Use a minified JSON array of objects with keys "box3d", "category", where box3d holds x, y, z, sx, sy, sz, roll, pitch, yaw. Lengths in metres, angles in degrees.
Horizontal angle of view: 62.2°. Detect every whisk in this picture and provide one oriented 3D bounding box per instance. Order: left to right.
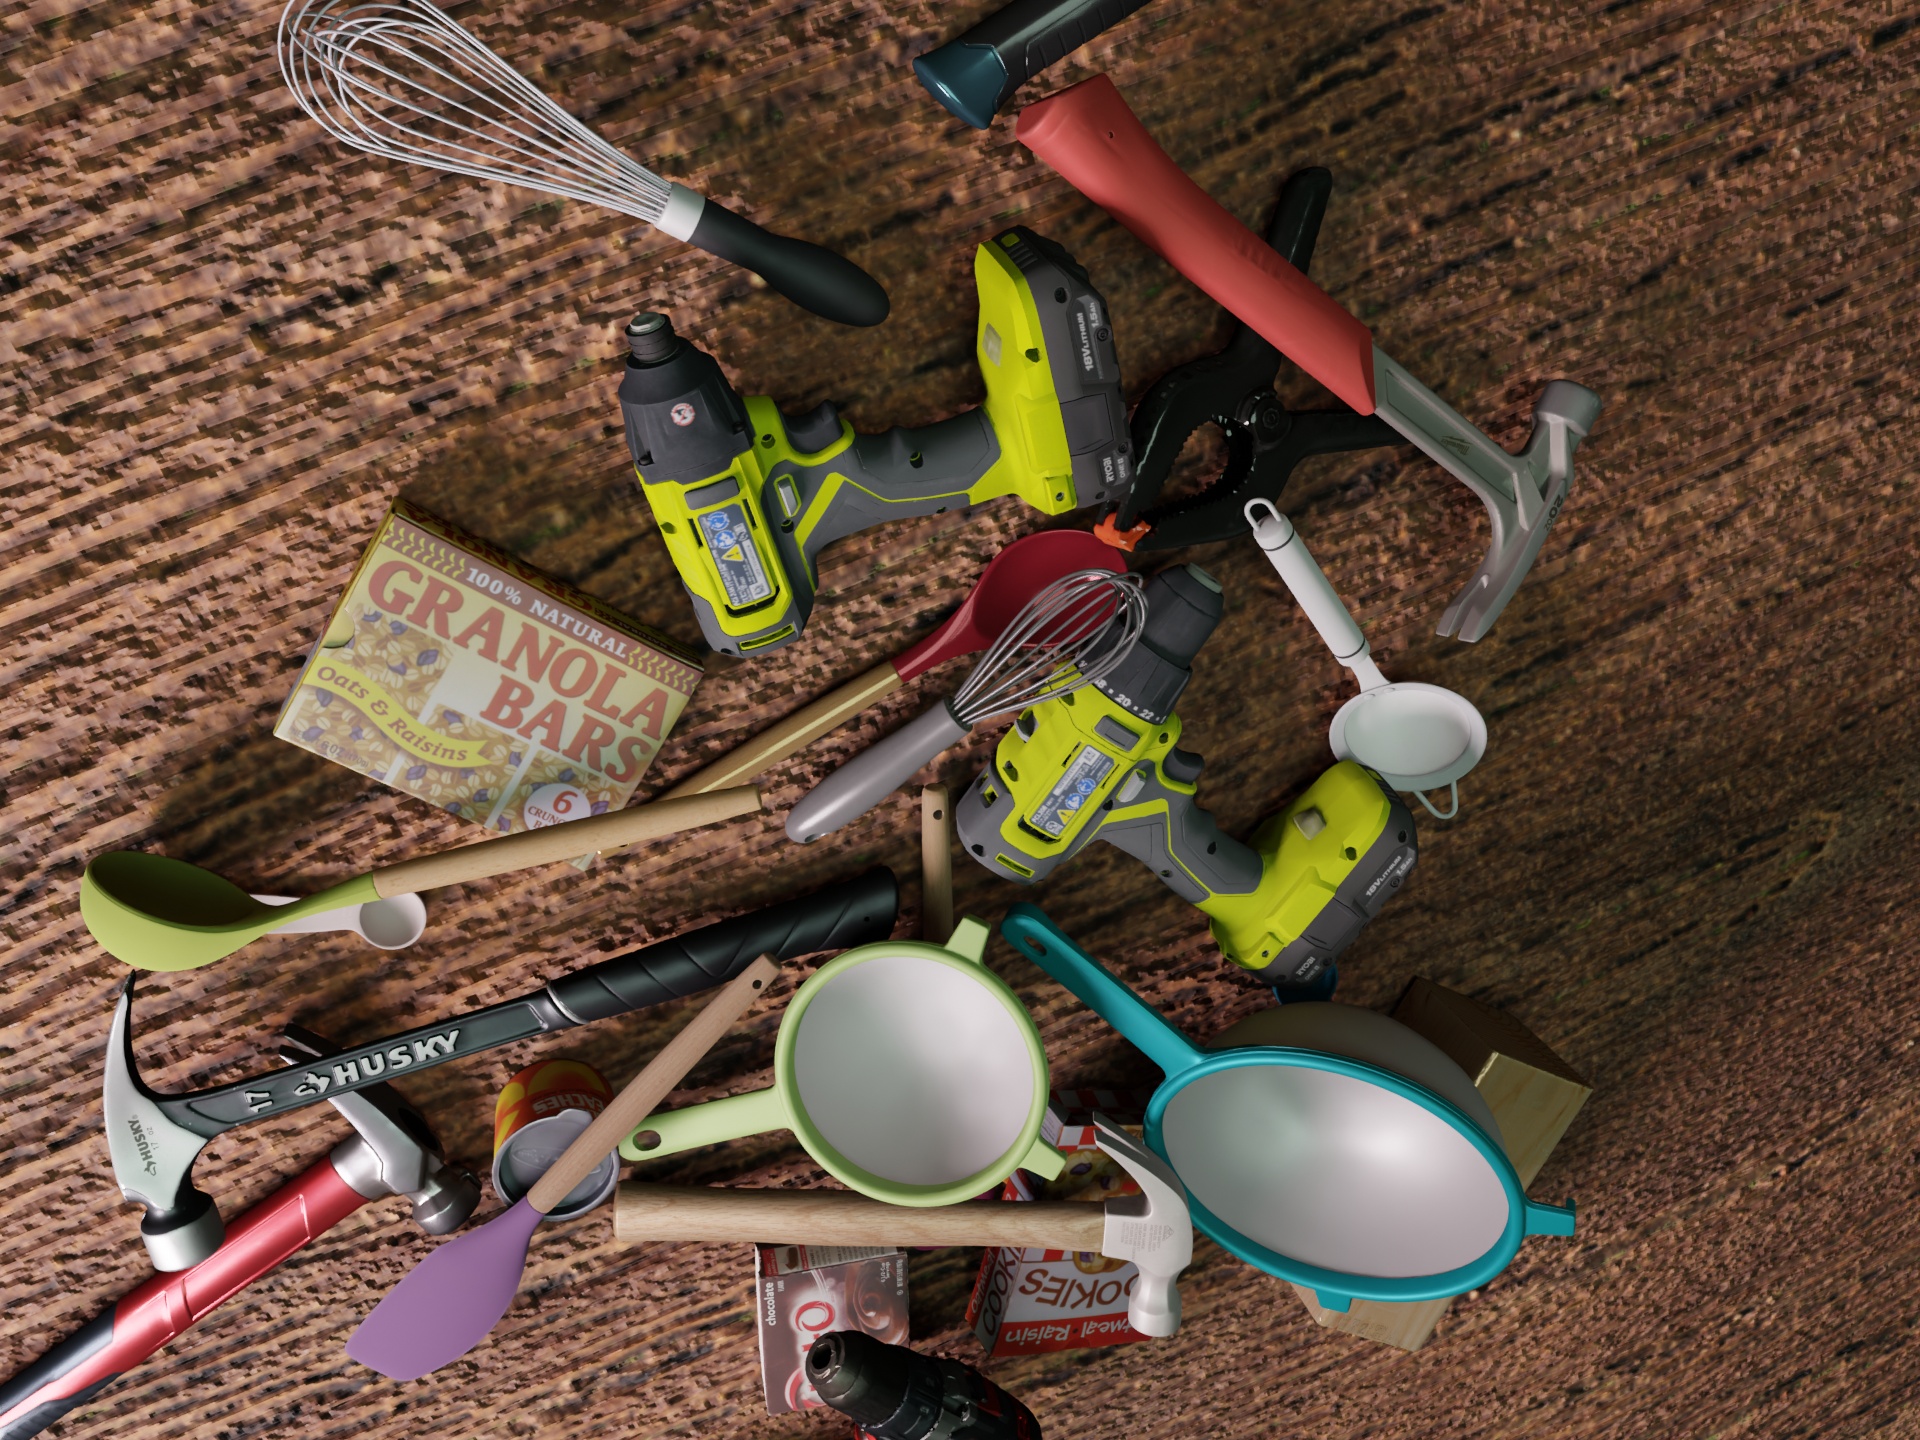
[{"box3d":[-0.154,-0.241,0.705,0.284,0.070,0.070,20,105,-26],"category":"whisk"},{"box3d":[-0.001,-0.003,0.820,0.239,0.055,0.055,-35,117,21],"category":"whisk"}]

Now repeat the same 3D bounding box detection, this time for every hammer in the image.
[{"box3d":[-0.457,0.319,0.849,0.386,0.038,0.143,-35,114,0],"category":"hammer"},{"box3d":[-0.224,0.147,0.824,0.409,0.036,0.149,-16,108,-16],"category":"hammer"},{"box3d":[-0.032,0.284,0.912,0.331,0.031,0.130,3,107,-1],"category":"hammer"},{"box3d":[0.126,-0.378,0.738,0.331,0.033,0.128,-34,116,-1],"category":"hammer"},{"box3d":[0.169,-0.182,0.779,0.358,0.037,0.149,29,88,-26],"category":"hammer"}]

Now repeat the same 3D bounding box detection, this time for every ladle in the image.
[{"box3d":[-0.255,0.060,0.760,0.320,0.078,0.062,-13,99,-2],"category":"ladle"},{"box3d":[-0.055,-0.011,0.837,0.315,0.031,0.069,-30,120,0],"category":"ladle"}]

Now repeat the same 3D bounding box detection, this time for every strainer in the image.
[{"box3d":[-0.070,0.199,0.891,0.256,0.069,0.151,-17,97,15],"category":"strainer"},{"box3d":[0.169,0.190,0.903,0.340,0.095,0.211,40,135,-7],"category":"strainer"},{"box3d":[0.219,-0.036,0.873,0.087,0.050,0.258,-18,133,30],"category":"strainer"}]

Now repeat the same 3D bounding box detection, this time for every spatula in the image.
[{"box3d":[-0.202,0.236,0.831,0.059,0.018,0.316,40,98,-25],"category":"spatula"}]

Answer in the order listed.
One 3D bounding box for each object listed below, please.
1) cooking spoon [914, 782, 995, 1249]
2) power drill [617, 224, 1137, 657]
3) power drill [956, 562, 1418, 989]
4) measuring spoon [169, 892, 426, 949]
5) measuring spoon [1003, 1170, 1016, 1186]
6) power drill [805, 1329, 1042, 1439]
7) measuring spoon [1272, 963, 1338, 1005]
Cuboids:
[{"box3d":[-0.012,0.183,0.928,0.068,0.017,0.318,-7,113,-13],"category":"cooking spoon"},{"box3d":[-0.040,-0.139,0.749,0.223,0.080,0.171,-21,129,-5],"category":"power drill"},{"box3d":[0.136,0.036,0.873,0.228,0.080,0.190,30,107,-22],"category":"power drill"},{"box3d":[-0.335,0.097,0.811,0.124,0.018,0.034,3,100,-9],"category":"measuring spoon"},{"box3d":[0.034,0.274,0.974,0.116,0.011,0.021,36,92,-37],"category":"measuring spoon"},{"box3d":[-0.083,0.456,0.953,0.226,0.080,0.187,-39,127,10],"category":"power drill"},{"box3d":[0.218,0.115,0.970,0.042,0.021,0.128,11,98,-16],"category":"measuring spoon"}]
